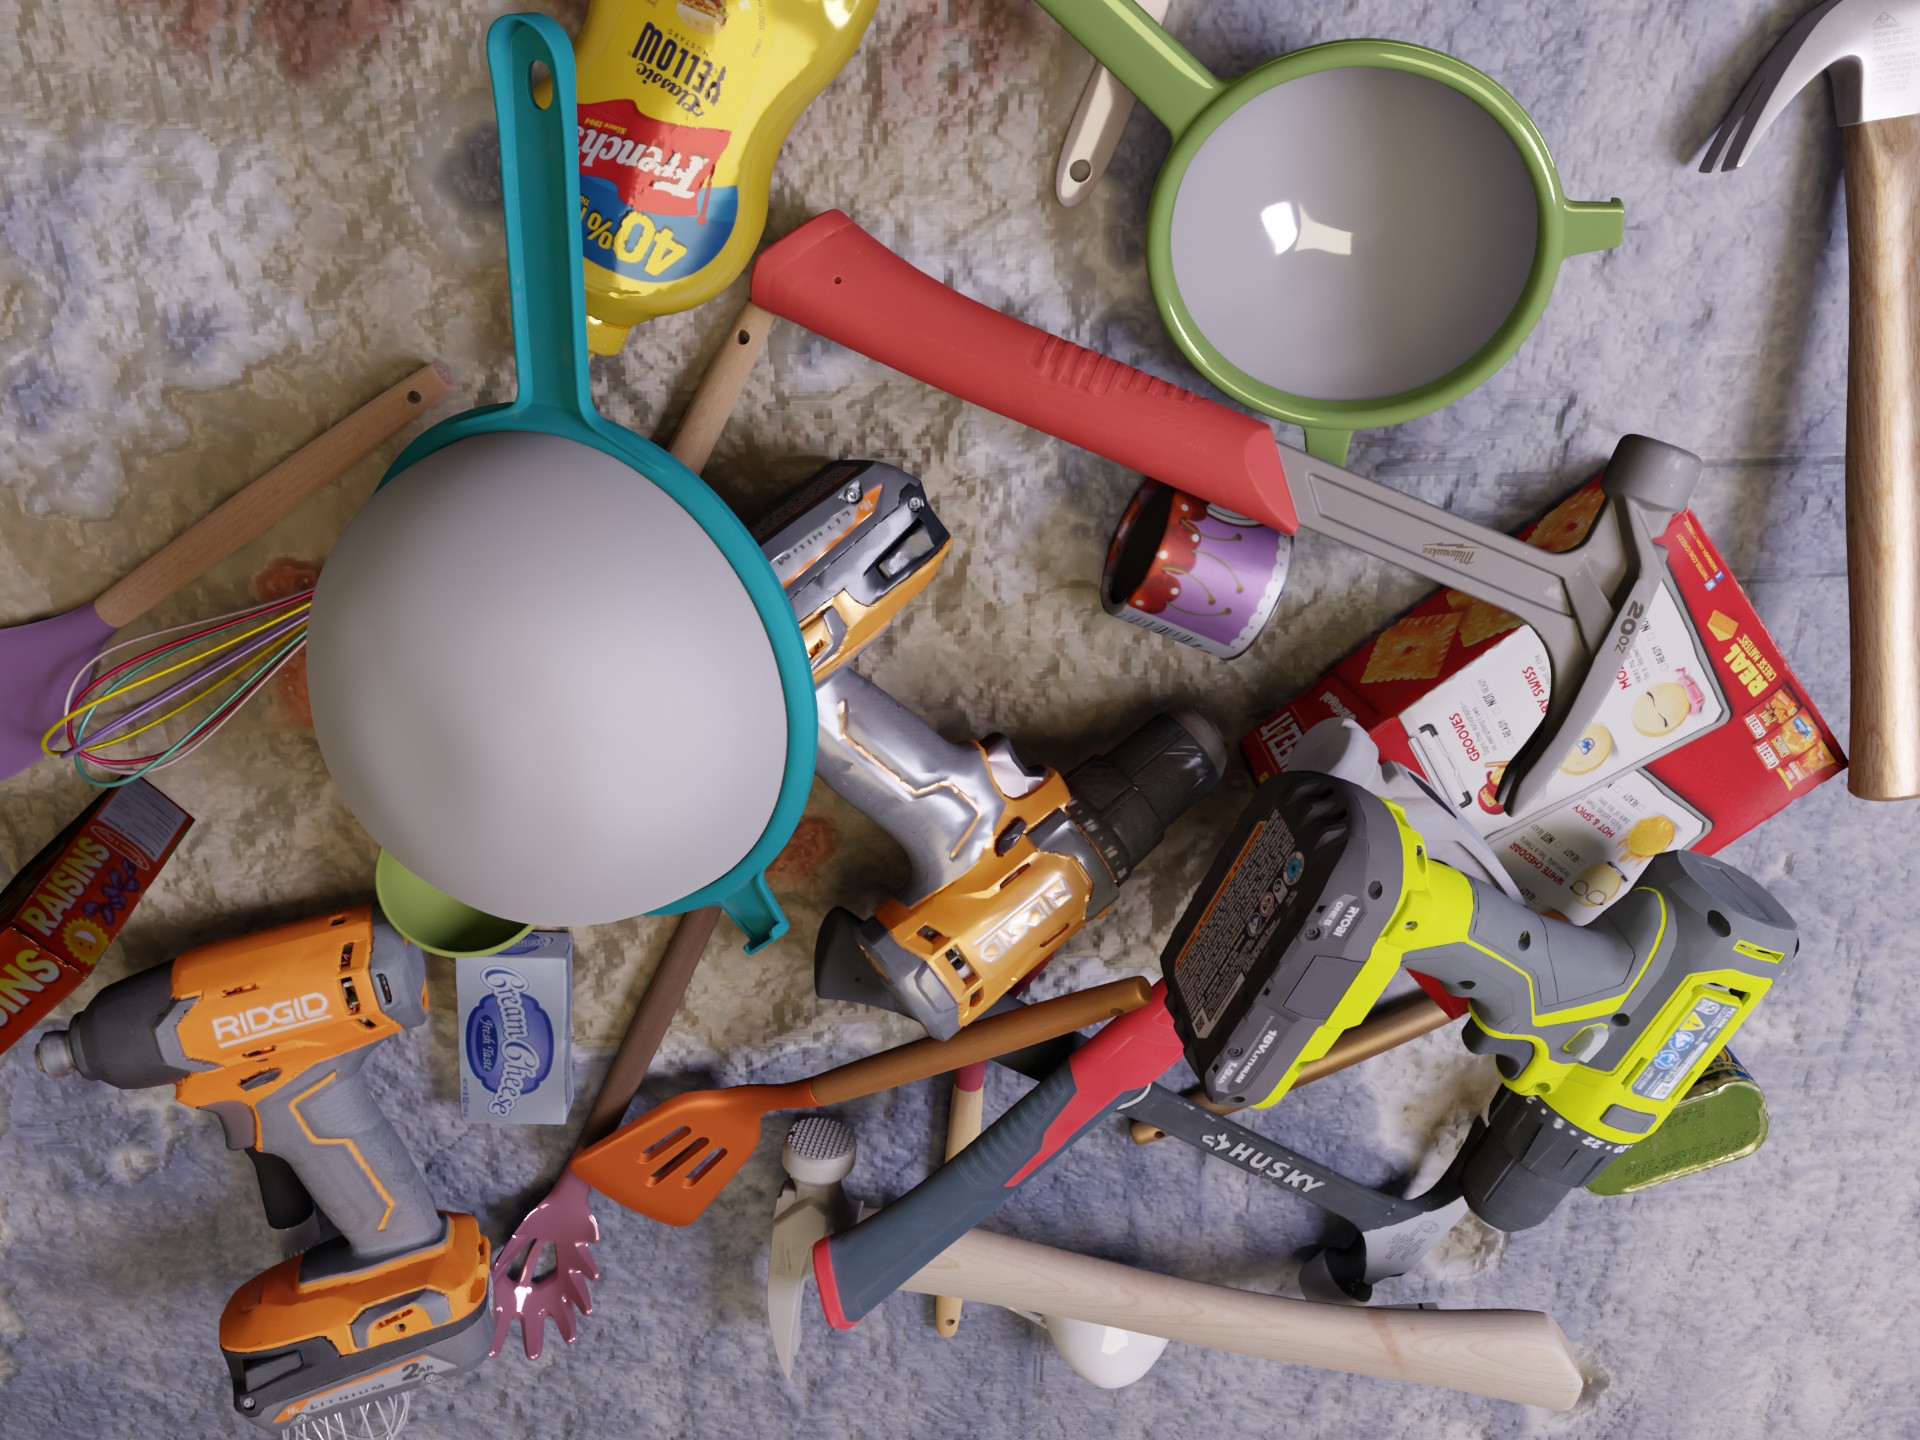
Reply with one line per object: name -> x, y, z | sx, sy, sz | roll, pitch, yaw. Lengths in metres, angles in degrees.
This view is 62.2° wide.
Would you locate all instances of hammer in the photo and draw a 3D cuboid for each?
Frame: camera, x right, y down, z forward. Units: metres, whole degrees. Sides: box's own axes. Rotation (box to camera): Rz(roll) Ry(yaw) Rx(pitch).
hammer -> 0.080, 0.169, 0.735 | 0.143, 0.038, 0.386 | 38, 109, -22
hammer -> 0.378, -0.126, 0.652 | 0.130, 0.031, 0.331 | -8, 104, 2
hammer -> 0.104, 0.308, 0.818 | 0.410, 0.038, 0.146 | 9, 111, 5
hammer -> 0.085, -0.098, 0.612 | 0.359, 0.037, 0.149 | 23, 103, 3
hammer -> 0.099, 0.190, 0.797 | 0.408, 0.036, 0.149 | 30, 116, -24

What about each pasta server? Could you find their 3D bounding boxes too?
pasta server -> -0.175, 0.199, 0.802 | 0.060, 0.040, 0.316 | 16, 114, -26

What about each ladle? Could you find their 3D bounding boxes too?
ladle -> 0.004, 0.210, 0.830 | 0.069, 0.031, 0.315 | 1, 119, -8
ladle -> -0.159, -0.033, 0.676 | 0.078, 0.062, 0.320 | 30, 108, -3

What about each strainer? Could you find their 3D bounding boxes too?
strainer -> -0.161, -0.058, 0.551 | 0.211, 0.095, 0.340 | 15, 120, 19
strainer -> 0.147, 0.334, 0.866 | 0.258, 0.050, 0.086 | -7, 149, 11
strainer -> 0.109, -0.223, 0.596 | 0.256, 0.069, 0.151 | 38, 131, -14

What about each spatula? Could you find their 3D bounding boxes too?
spatula -> -0.337, -0.057, 0.667 | 0.316, 0.018, 0.059 | -32, 119, 12
spatula -> -0.048, 0.175, 0.740 | 0.322, 0.041, 0.081 | -25, 129, 32

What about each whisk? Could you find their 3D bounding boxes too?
whisk -> -0.276, -0.043, 0.662 | 0.245, 0.051, 0.047 | -29, 144, 4
whisk -> -0.337, 0.288, 0.824 | 0.070, 0.070, 0.284 | -5, 113, -3

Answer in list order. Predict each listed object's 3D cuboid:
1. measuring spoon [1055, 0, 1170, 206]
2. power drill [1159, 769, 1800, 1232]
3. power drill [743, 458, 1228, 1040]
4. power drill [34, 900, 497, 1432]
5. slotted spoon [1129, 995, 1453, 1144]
measuring spoon -> 0.066, -0.253, 0.603 | 0.034, 0.018, 0.124 | 18, 115, -14
power drill -> 0.204, 0.123, 0.658 | 0.228, 0.080, 0.190 | 17, 116, -18
power drill -> -0.001, -0.002, 0.671 | 0.185, 0.084, 0.226 | -38, 109, -10
power drill -> -0.315, 0.207, 0.741 | 0.164, 0.084, 0.226 | -13, 106, -13
slotted spoon -> 0.233, 0.158, 0.825 | 0.314, 0.031, 0.070 | -25, 120, 9
